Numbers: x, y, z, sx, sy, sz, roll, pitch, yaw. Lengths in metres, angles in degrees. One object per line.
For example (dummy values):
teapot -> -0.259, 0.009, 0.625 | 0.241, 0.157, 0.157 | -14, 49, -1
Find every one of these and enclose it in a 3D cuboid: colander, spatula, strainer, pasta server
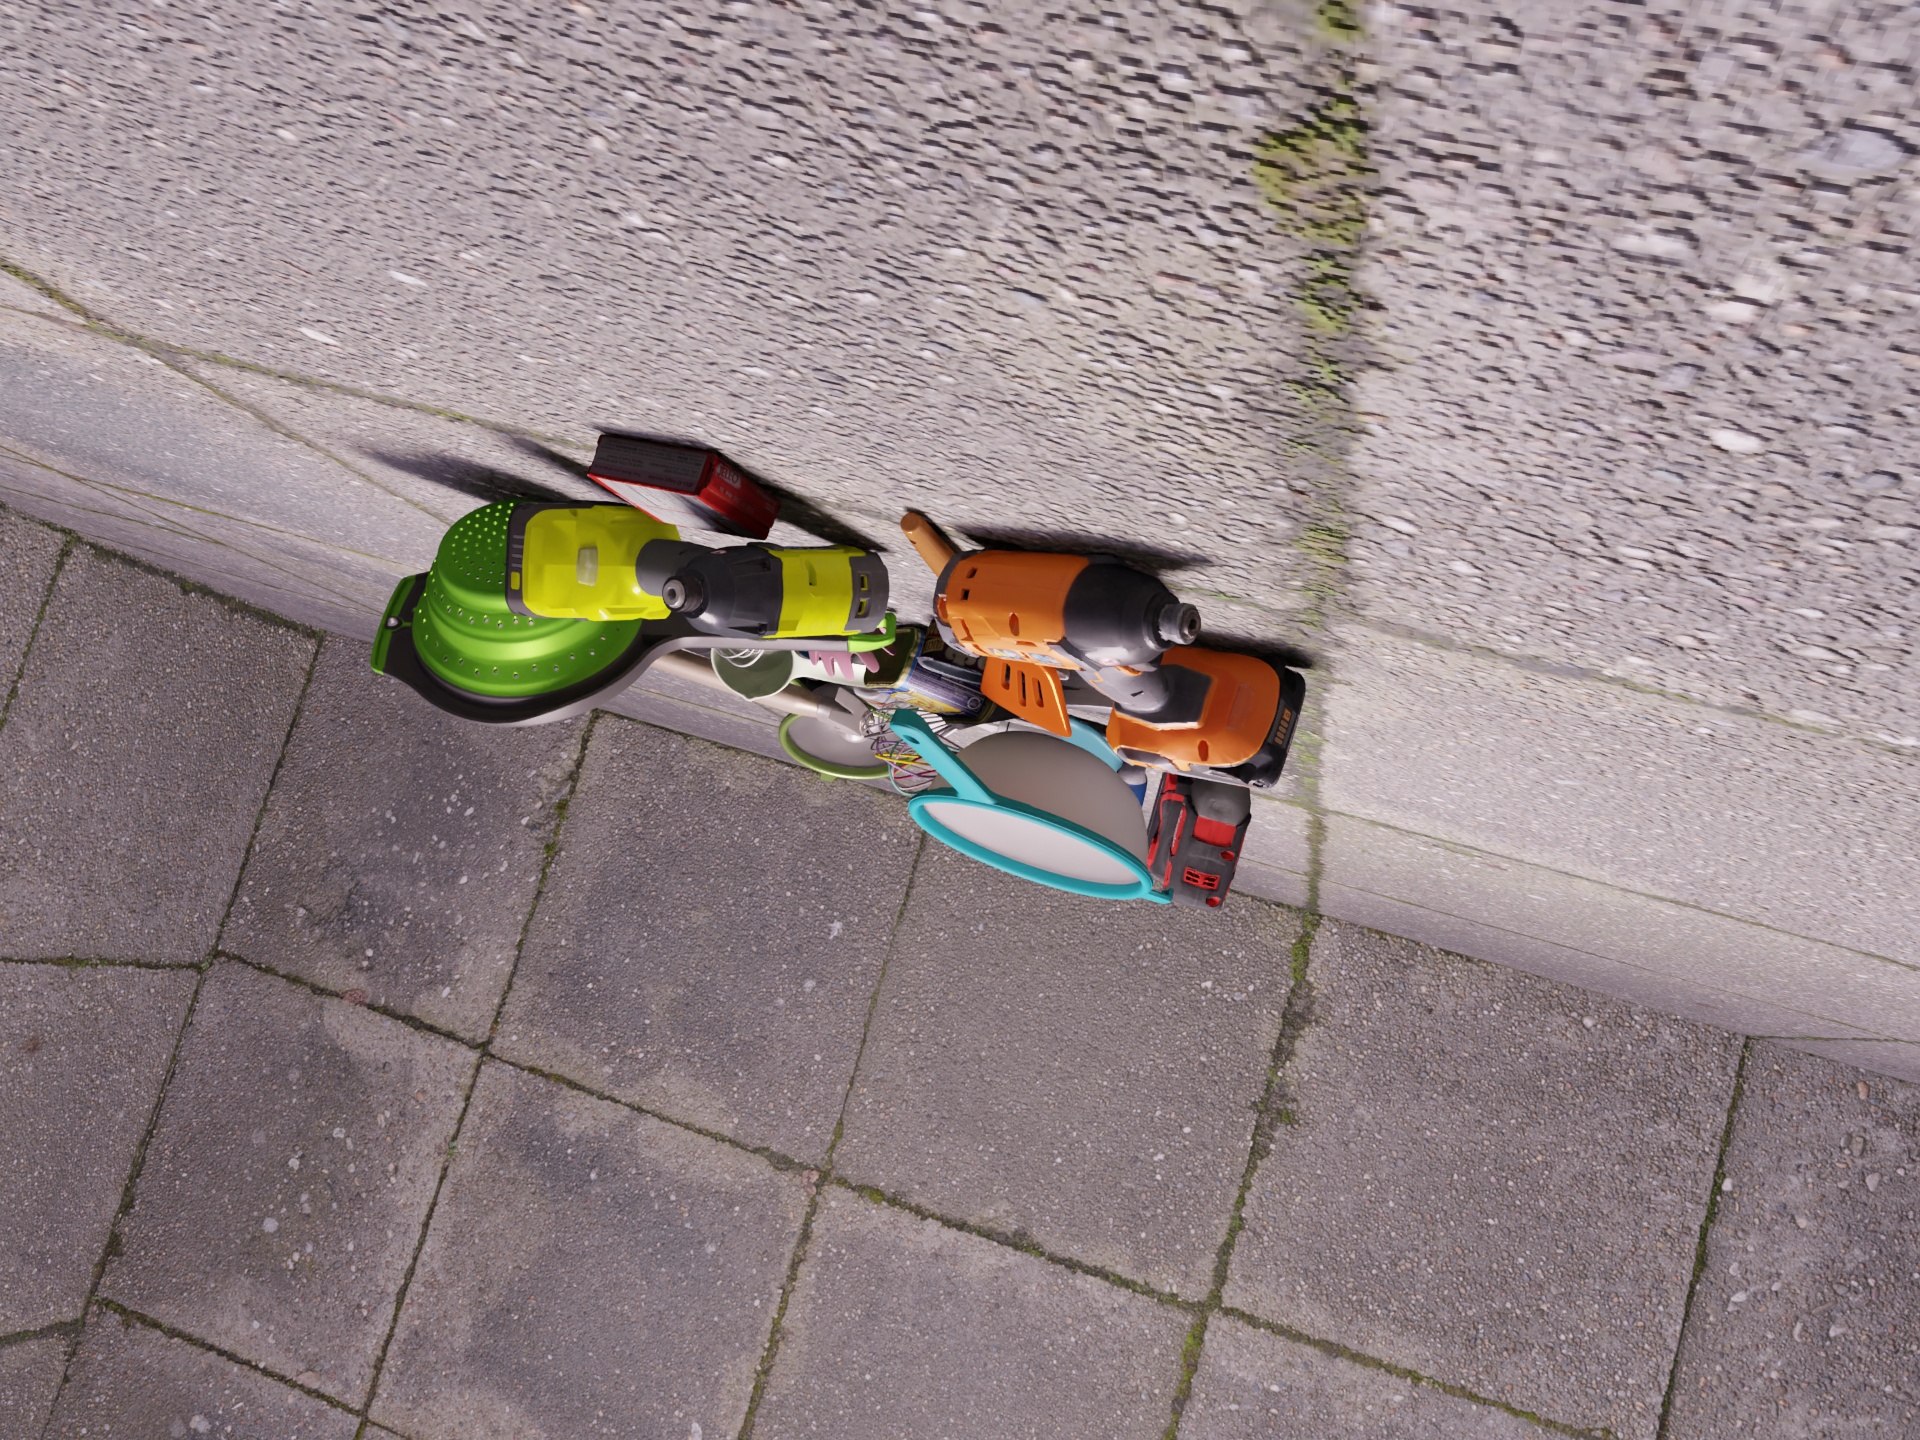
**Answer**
colander -> -0.247, -0.098, 1.197 | 0.397, 0.205, 0.094 | 1, 138, 0
spatula -> 0.013, -0.061, 1.037 | 0.081, 0.041, 0.322 | 28, 174, 22
strainer -> 0.036, 0.009, 1.621 | 0.258, 0.050, 0.086 | 13, 158, 5
strainer -> -0.141, -0.028, 1.658 | 0.151, 0.069, 0.256 | -13, 143, 28
pasta server -> -0.174, -0.087, 1.349 | 0.316, 0.060, 0.040 | 14, 139, 45
strainer -> 0.043, 0.040, 1.267 | 0.211, 0.095, 0.340 | 10, 159, 32
spatula -> 0.033, -0.008, 1.456 | 0.317, 0.044, 0.082 | 22, 167, -30

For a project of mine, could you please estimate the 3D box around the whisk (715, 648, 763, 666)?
whisk -> -0.225, -0.093, 1.343 | 0.057, 0.059, 0.246 | 17, -177, -40

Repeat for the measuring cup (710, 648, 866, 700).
measuring cup -> -0.137, -0.054, 1.422 | 0.167, 0.083, 0.038 | 9, -156, 0

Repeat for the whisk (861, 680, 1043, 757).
whisk -> -0.002, -0.006, 1.400 | 0.055, 0.055, 0.239 | 22, 155, -39

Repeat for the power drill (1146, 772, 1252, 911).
power drill -> 0.223, 0.094, 1.467 | 0.078, 0.143, 0.219 | 15, 180, 3

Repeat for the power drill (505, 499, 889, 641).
power drill -> -0.181, -0.093, 1.017 | 0.223, 0.080, 0.171 | 11, -169, 35

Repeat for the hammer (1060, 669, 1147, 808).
hammer -> 0.146, 0.042, 1.392 | 0.144, 0.035, 0.405 | 17, 165, 7

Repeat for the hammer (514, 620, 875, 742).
hammer -> -0.285, -0.062, 1.525 | 0.410, 0.038, 0.146 | 18, 174, 7

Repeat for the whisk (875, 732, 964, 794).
whisk -> 0.007, 0.038, 1.406 | 0.047, 0.051, 0.244 | -23, 166, 31

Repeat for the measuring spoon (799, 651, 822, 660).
measuring spoon -> -0.128, -0.062, 1.559 | 0.128, 0.021, 0.042 | 34, 165, -37

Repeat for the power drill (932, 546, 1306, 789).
power drill -> 0.111, -0.031, 0.931 | 0.164, 0.084, 0.226 | 10, 166, 43

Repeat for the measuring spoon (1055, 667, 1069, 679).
measuring spoon -> 0.040, -0.061, 1.151 | 0.034, 0.018, 0.124 | 13, 166, 44

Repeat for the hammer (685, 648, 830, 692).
hammer -> -0.253, -0.072, 1.681 | 0.146, 0.035, 0.334 | 11, 171, 37
